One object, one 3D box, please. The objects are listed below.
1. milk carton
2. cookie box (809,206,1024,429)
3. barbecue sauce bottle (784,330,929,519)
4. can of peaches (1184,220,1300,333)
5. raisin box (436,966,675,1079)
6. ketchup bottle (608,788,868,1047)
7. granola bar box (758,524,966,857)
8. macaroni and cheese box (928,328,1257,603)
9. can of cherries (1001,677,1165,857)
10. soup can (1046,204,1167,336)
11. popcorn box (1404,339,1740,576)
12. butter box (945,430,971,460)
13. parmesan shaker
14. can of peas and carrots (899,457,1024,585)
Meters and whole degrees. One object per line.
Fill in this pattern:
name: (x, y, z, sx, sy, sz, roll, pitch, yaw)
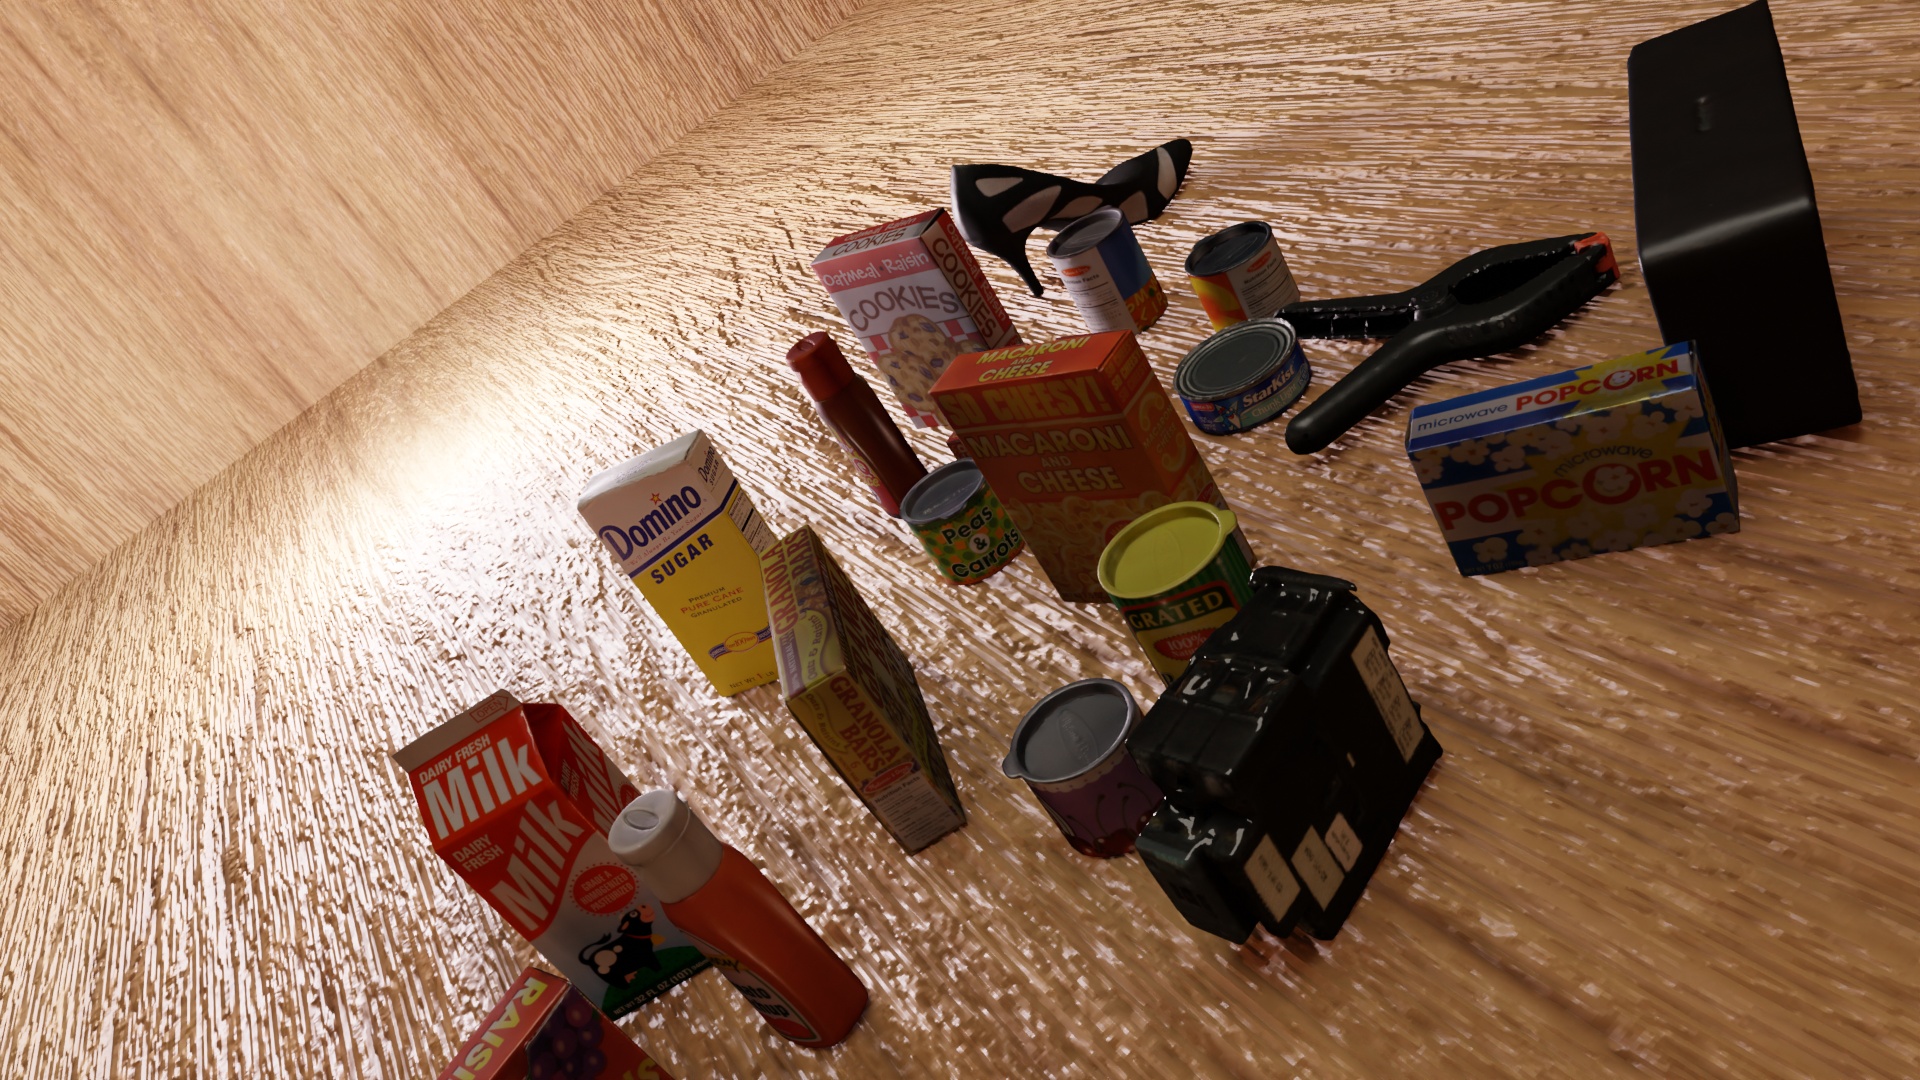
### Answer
milk carton: (-0.210, 0.160, 0.737, 0.072, 0.190, 0.074, -31, 28, 4)
cookie box: (-0.024, -0.168, 1.075, 0.123, 0.167, 0.040, -3, 41, 43)
barbecue sauce bottle: (-0.073, -0.085, 1.017, 0.044, 0.148, 0.065, -39, 29, -9)
can of peaches: (0.200, -0.186, 0.990, 0.071, 0.058, 0.071, -25, 30, 15)
raisin box: (-0.172, 0.261, 0.612, 0.040, 0.123, 0.086, 0, 43, 46)
ketchup bottle: (-0.105, 0.176, 0.648, 0.064, 0.148, 0.044, 1, 44, 47)
granola bar box: (-0.059, 0.079, 0.776, 0.039, 0.124, 0.166, -32, 28, 3)
macaroni and cheese box: (0.074, -0.036, 0.775, 0.123, 0.166, 0.040, -2, 42, 44)
can of cherries: (0.064, 0.111, 0.672, 0.071, 0.058, 0.072, -25, 30, 15)
soup can: (0.116, -0.207, 1.081, 0.071, 0.083, 0.072, -25, 30, 15)
popcorn box: (0.283, -0.035, 0.646, 0.126, 0.085, 0.038, -13, 34, 33)
butter box: (0.033, -0.086, 1.012, 0.024, 0.053, 0.104, -4, 40, 42)
parmesan shaker: (0.121, 0.040, 0.677, 0.071, 0.102, 0.072, -25, 30, 15)
can of peas and carrots: (0.003, -0.012, 0.921, 0.071, 0.058, 0.071, -25, 30, 15)
